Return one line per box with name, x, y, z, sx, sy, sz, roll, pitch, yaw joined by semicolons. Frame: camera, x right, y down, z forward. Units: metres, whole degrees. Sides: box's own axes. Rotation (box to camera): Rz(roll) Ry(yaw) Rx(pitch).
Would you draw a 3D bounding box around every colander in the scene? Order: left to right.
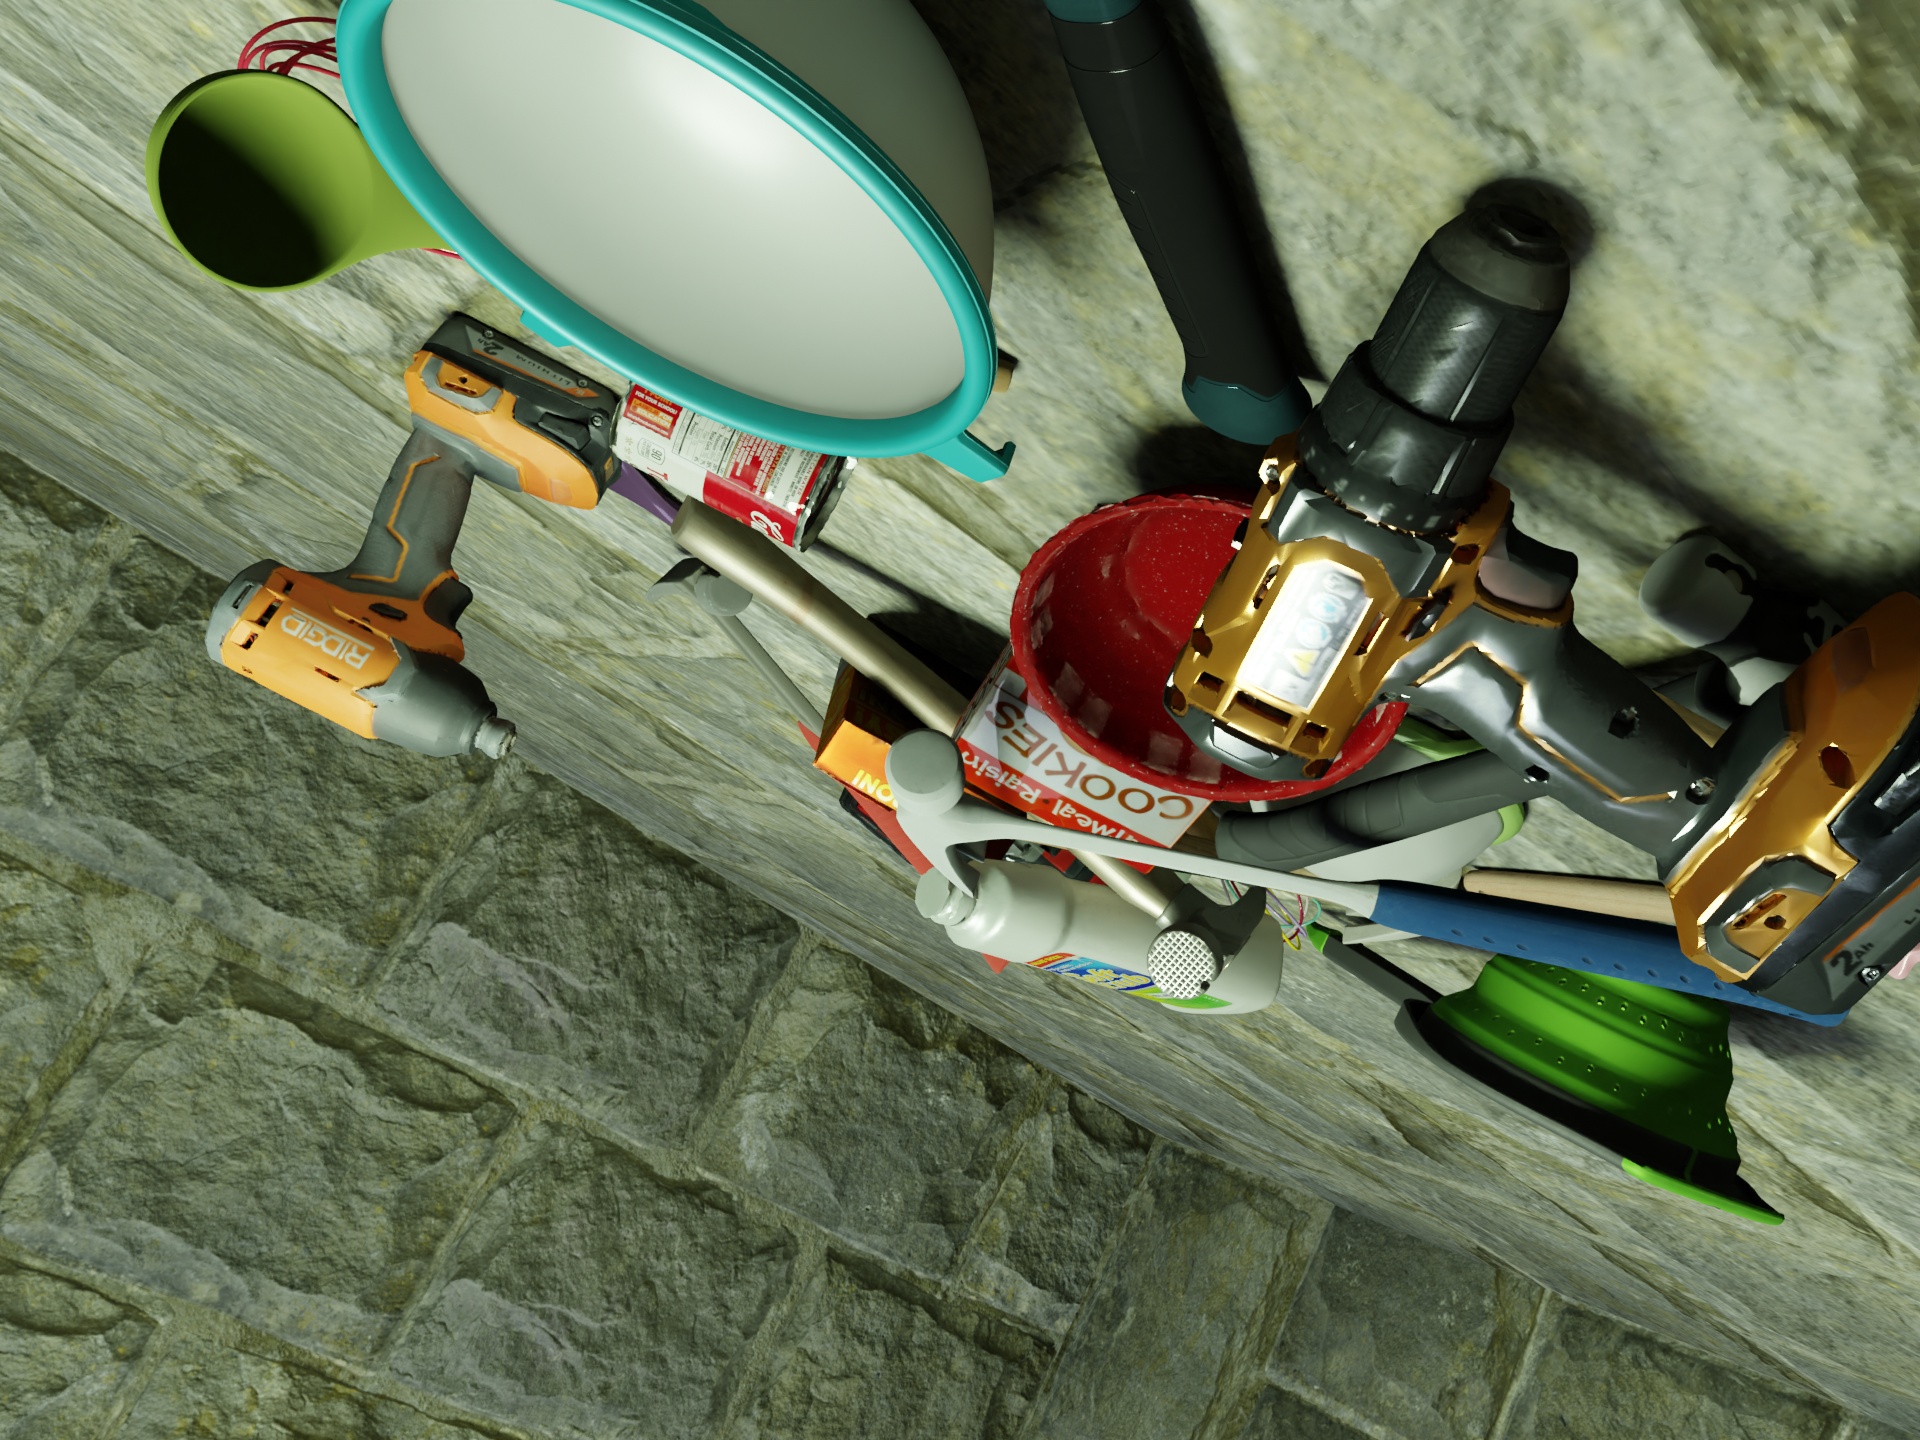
colander;0.332;0.160;0.962;0.204;0.094;0.397;22;-176;-20

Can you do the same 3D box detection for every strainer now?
strainer;-0.079;-0.202;0.427;0.211;0.095;0.340;20;162;17
strainer;0.220;0.044;0.771;0.151;0.069;0.256;30;167;-10

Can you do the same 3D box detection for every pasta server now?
pasta server;0.362;0.098;0.772;0.060;0.040;0.316;41;163;-22

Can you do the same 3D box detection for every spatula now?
spatula;-0.155;-0.113;1.009;0.315;0.018;0.060;35;158;-23

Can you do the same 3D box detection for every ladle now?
ladle;-0.133;-0.167;0.595;0.320;0.078;0.062;13;-158;-9

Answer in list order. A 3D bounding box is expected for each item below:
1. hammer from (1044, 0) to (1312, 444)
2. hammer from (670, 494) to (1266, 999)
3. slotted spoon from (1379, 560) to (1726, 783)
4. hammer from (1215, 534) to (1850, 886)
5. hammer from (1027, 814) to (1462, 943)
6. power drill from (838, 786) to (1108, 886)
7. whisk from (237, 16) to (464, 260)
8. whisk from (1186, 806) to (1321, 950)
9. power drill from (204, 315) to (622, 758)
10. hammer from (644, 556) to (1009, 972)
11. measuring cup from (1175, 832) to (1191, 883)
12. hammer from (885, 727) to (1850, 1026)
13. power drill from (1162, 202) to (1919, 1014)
hammer;0.039;-0.178;0.414;0.128;0.033;0.330;20;164;32
hammer;-0.001;-0.003;0.912;0.411;0.038;0.146;39;-158;12
slotted spoon;0.272;0.023;0.540;0.313;0.031;0.070;28;142;-4
hammer;0.220;0.028;0.660;0.146;0.035;0.335;32;152;-17
hammer;0.138;0.083;0.994;0.331;0.031;0.130;11;158;16
power drill;-0.001;0.062;1.163;0.187;0.080;0.227;42;165;-28
whisk;-0.154;-0.192;0.665;0.295;0.073;0.073;28;166;-22
whisk;0.176;0.086;1.055;0.051;0.047;0.244;-8;142;36
power drill;-0.274;-0.091;0.867;0.164;0.226;0.084;27;159;1
hammer;-0.074;0.035;1.077;0.358;0.037;0.149;51;163;-19
measuring cup;0.097;0.052;1.101;0.167;0.038;0.083;39;174;8
hammer;0.171;0.077;0.704;0.405;0.035;0.144;11;160;9
power drill;0.192;-0.029;0.464;0.226;0.084;0.185;26;130;6
